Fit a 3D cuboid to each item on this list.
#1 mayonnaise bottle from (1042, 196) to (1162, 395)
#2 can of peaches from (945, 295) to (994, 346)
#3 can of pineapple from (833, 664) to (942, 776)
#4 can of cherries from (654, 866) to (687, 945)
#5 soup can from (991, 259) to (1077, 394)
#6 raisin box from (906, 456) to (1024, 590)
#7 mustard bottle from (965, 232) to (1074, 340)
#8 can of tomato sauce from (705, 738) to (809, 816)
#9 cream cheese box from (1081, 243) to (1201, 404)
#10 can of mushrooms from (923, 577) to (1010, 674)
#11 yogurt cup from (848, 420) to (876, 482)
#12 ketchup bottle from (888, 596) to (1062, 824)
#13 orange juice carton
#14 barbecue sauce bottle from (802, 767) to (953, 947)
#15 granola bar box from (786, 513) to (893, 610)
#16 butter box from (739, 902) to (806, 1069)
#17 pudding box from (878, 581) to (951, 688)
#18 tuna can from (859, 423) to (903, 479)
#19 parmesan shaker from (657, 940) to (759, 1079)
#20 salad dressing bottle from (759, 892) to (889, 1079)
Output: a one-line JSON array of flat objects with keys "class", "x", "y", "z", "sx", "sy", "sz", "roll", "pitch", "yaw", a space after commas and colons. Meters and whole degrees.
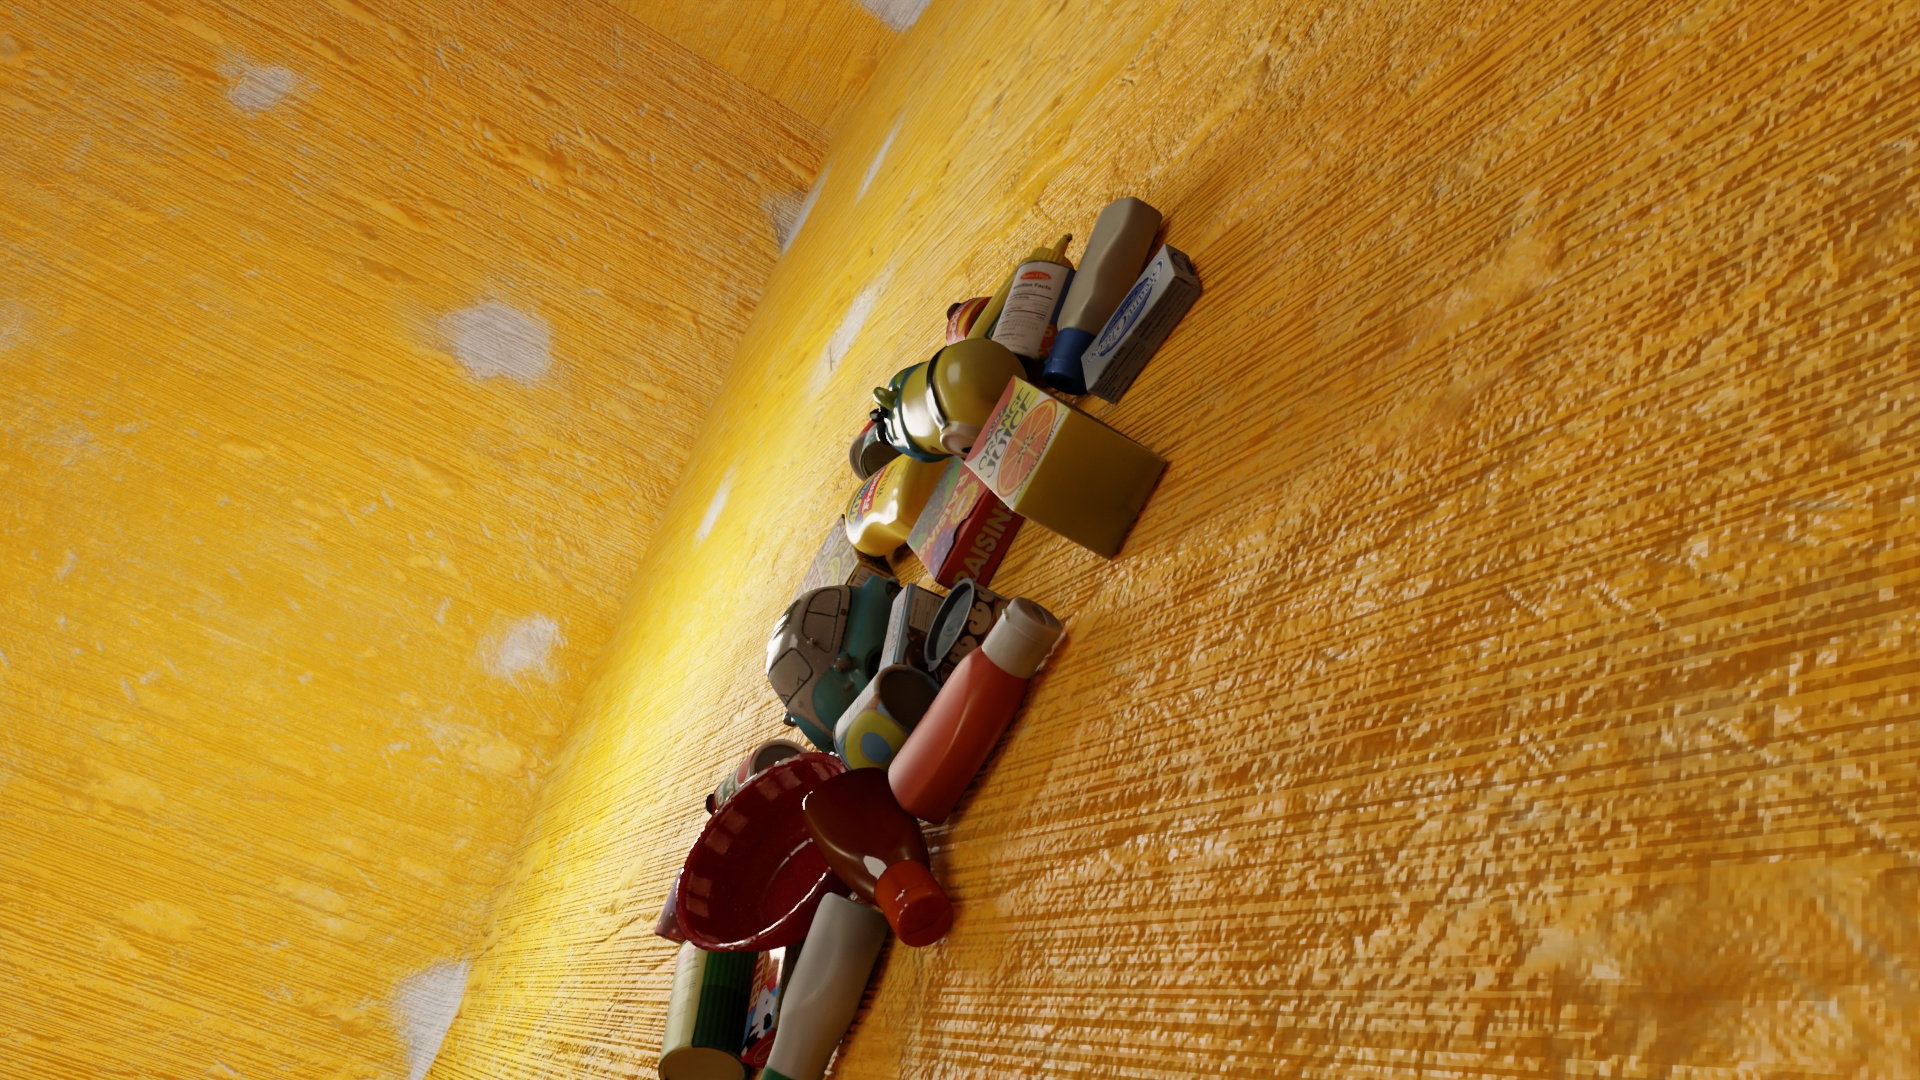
[{"class": "mayonnaise bottle", "x": 0.102, "y": -0.180, "z": 1.030, "sx": 0.064, "sy": 0.041, "sz": 0.148, "roll": -18, "pitch": 49, "yaw": 68}, {"class": "can of peaches", "x": 0.025, "y": -0.179, "z": 1.199, "sx": 0.071, "sy": 0.071, "sz": 0.058, "roll": -63, "pitch": 18, "yaw": 0}, {"class": "can of pineapple", "x": -0.043, "y": 0.129, "z": 0.954, "sx": 0.057, "sy": 0.071, "sz": 0.071, "roll": -51, "pitch": 21, "yaw": 32}, {"class": "can of cherries", "x": -0.215, "y": 0.314, "z": 1.169, "sx": 0.071, "sy": 0.071, "sz": 0.058, "roll": -29, "pitch": 38, "yaw": 61}, {"class": "soup can", "x": 0.063, "y": -0.163, "z": 1.081, "sx": 0.071, "sy": 0.071, "sz": 0.084, "roll": -25, "pitch": 42, "yaw": 63}, {"class": "raisin box", "x": 0.004, "y": -0.013, "z": 1.068, "sx": 0.086, "sy": 0.040, "sz": 0.123, "roll": -60, "pitch": 18, "yaw": 6}, {"class": "mustard bottle", "x": 0.055, "y": -0.192, "z": 1.147, "sx": 0.160, "sy": 0.065, "sz": 0.048, "roll": -63, "pitch": 13, "yaw": -13}, {"class": "can of tomato sauce", "x": -0.165, "y": 0.211, "z": 1.166, "sx": 0.082, "sy": 0.071, "sz": 0.071, "roll": -45, "pitch": 25, "yaw": 44}, {"class": "cream cheese box", "x": 0.123, "y": -0.148, "z": 0.951, "sx": 0.103, "sy": 0.024, "sz": 0.053, "roll": -53, "pitch": 21, "yaw": 28}, {"class": "can of mushrooms", "x": 0.004, "y": 0.064, "z": 0.961, "sx": 0.070, "sy": 0.033, "sz": 0.071, "roll": -52, "pitch": 20, "yaw": 29}, {"class": "yogurt cup", "x": -0.070, "y": -0.091, "z": 1.357, "sx": 0.072, "sy": 0.072, "sz": 0.054, "roll": -50, "pitch": 14, "yaw": 36}, {"class": "ketchup bottle", "x": 0.009, "y": 0.104, "z": 0.871, "sx": 0.148, "sy": 0.043, "sz": 0.065, "roll": -57, "pitch": 21, "yaw": 17}, {"class": "orange juice carton", "x": 0.059, "y": -0.056, "z": 0.914, "sx": 0.071, "sy": 0.073, "sz": 0.193, "roll": -61, "pitch": 17, "yaw": 7}, {"class": "barbecue sauce bottle", "x": -0.049, "y": 0.195, "z": 0.864, "sx": 0.149, "sy": 0.065, "sz": 0.043, "roll": 39, "pitch": 147, "yaw": 60}, {"class": "granola bar box", "x": -0.120, "y": 0.055, "z": 1.319, "sx": 0.124, "sy": 0.039, "sz": 0.166, "roll": -60, "pitch": 17, "yaw": 9}, {"class": "butter box", "x": -0.127, "y": 0.314, "z": 0.984, "sx": 0.053, "sy": 0.024, "sz": 0.104, "roll": -50, "pitch": 22, "yaw": 33}, {"class": "pudding box", "x": -0.028, "y": 0.075, "z": 1.011, "sx": 0.030, "sy": 0.049, "sz": 0.084, "roll": -50, "pitch": 21, "yaw": 40}, {"class": "tuna can", "x": -0.060, "y": -0.082, "z": 1.299, "sx": 0.070, "sy": 0.071, "sz": 0.033, "roll": -50, "pitch": 21, "yaw": 36}, {"class": "parmesan shaker", "x": -0.184, "y": 0.351, "z": 1.022, "sx": 0.071, "sy": 0.071, "sz": 0.103, "roll": -54, "pitch": 20, "yaw": 26}, {"class": "salad dressing bottle", "x": -0.091, "y": 0.300, "z": 0.873, "sx": 0.064, "sy": 0.044, "sz": 0.148, "roll": -12, "pitch": 54, "yaw": 66}]
